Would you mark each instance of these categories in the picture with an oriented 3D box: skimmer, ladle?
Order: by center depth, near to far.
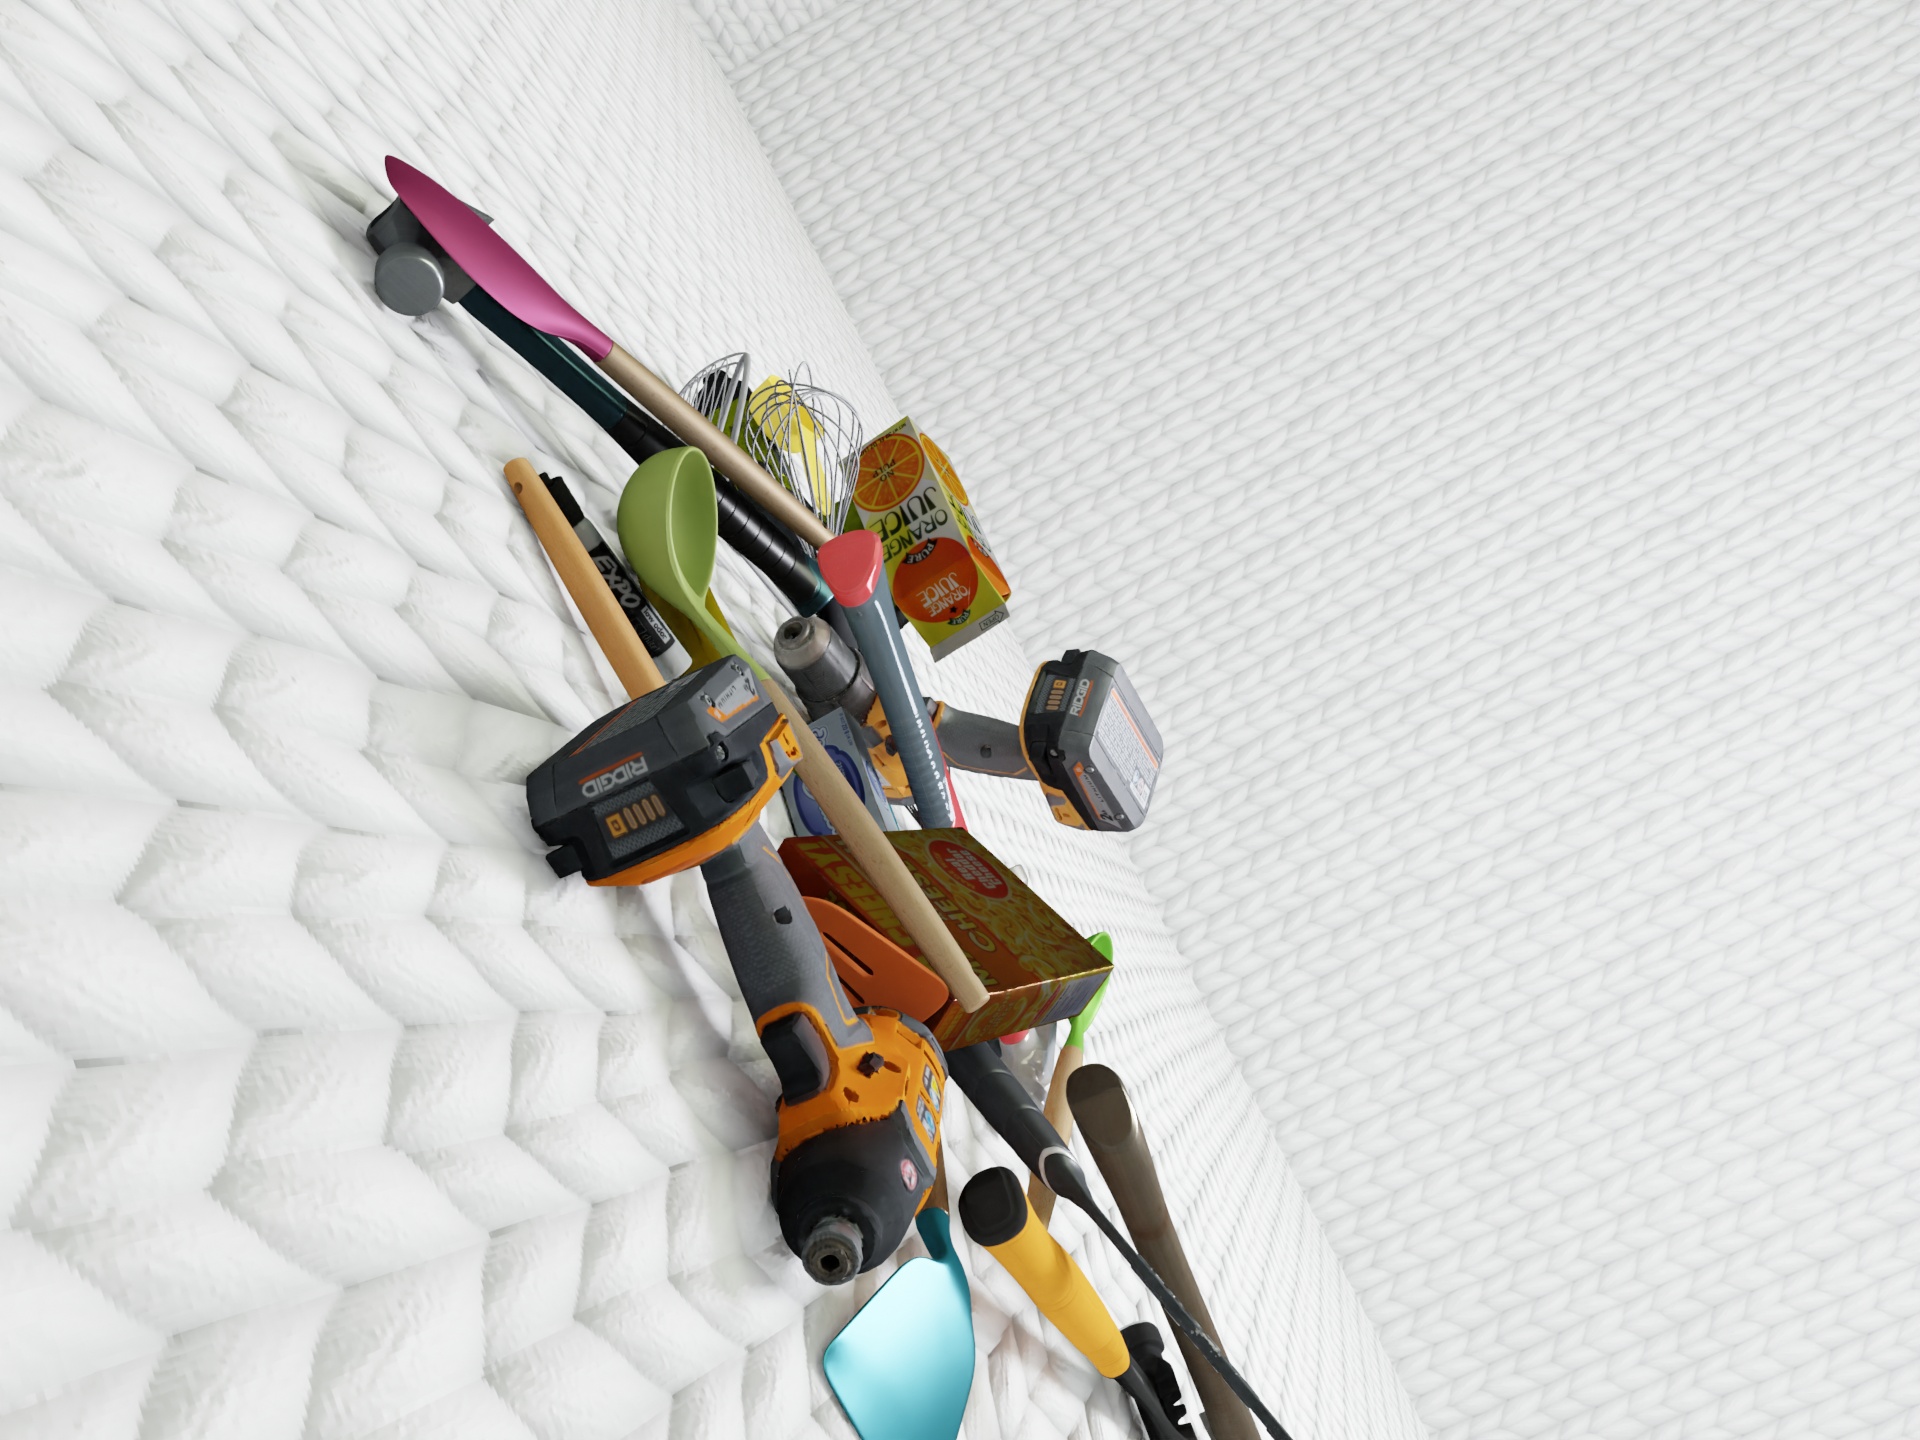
[{"bbox_3d":[-0.072,-0.002,0.759,0.320,0.062,0.078,54,-4,18],"label":"ladle"},{"bbox_3d":[-0.105,-0.101,1.088,0.362,0.090,0.127,54,33,-53],"label":"skimmer"}]

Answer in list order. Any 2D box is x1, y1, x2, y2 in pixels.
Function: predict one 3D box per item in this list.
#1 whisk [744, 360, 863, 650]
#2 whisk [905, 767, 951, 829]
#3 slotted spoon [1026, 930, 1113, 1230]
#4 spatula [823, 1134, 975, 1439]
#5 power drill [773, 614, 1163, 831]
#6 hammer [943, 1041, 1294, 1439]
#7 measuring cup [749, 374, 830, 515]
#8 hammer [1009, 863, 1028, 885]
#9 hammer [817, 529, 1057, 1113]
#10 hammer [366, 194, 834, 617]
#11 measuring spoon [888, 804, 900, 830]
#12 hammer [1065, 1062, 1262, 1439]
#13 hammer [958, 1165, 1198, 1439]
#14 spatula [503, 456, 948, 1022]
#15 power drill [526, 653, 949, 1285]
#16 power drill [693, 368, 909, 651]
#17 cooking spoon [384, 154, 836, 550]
[{"bbox_3d":[-0.088,-0.111,0.995,0.284,0.070,0.070,87,-18,-58],"label":"whisk"},{"bbox_3d":[-0.016,0.093,1.182,0.055,0.055,0.239,50,19,-58],"label":"whisk"},{"bbox_3d":[0.065,0.219,0.983,0.314,0.031,0.070,-62,156,-68],"label":"slotted spoon"},{"bbox_3d":[-0.025,0.221,0.732,0.082,0.044,0.318,60,3,-14],"label":"spatula"},{"bbox_3d":[-0.002,-0.003,1.033,0.185,0.226,0.084,54,49,-49],"label":"power drill"},{"bbox_3d":[0.064,0.237,0.783,0.409,0.036,0.149,47,-9,28],"label":"hammer"},{"bbox_3d":[-0.116,-0.184,1.109,0.062,0.029,0.157,39,23,-40],"label":"measuring cup"},{"bbox_3d":[0.053,0.171,1.276,0.130,0.031,0.331,64,2,10],"label":"hammer"},{"bbox_3d":[-0.006,0.060,0.971,0.143,0.038,0.386,-76,151,-62],"label":"hammer"},{"bbox_3d":[-0.175,-0.155,0.846,0.330,0.033,0.128,42,17,-40],"label":"hammer"},{"bbox_3d":[-0.037,0.080,1.143,0.129,0.021,0.042,66,8,22],"label":"measuring spoon"},{"bbox_3d":[0.133,0.352,0.943,0.146,0.038,0.410,-117,-176,-61],"label":"hammer"},{"bbox_3d":[0.072,0.327,0.833,0.336,0.034,0.127,61,5,-45],"label":"hammer"},{"bbox_3d":[-0.122,0.013,0.732,0.323,0.081,0.041,58,29,9],"label":"spatula"},{"bbox_3d":[-0.076,0.099,0.616,0.164,0.084,0.226,-78,142,-77],"label":"power drill"},{"bbox_3d":[-0.126,-0.163,1.237,0.223,0.080,0.171,46,18,-54],"label":"power drill"},{"bbox_3d":[-0.165,-0.174,0.816,0.318,0.017,0.069,39,18,-44],"label":"cooking spoon"}]
